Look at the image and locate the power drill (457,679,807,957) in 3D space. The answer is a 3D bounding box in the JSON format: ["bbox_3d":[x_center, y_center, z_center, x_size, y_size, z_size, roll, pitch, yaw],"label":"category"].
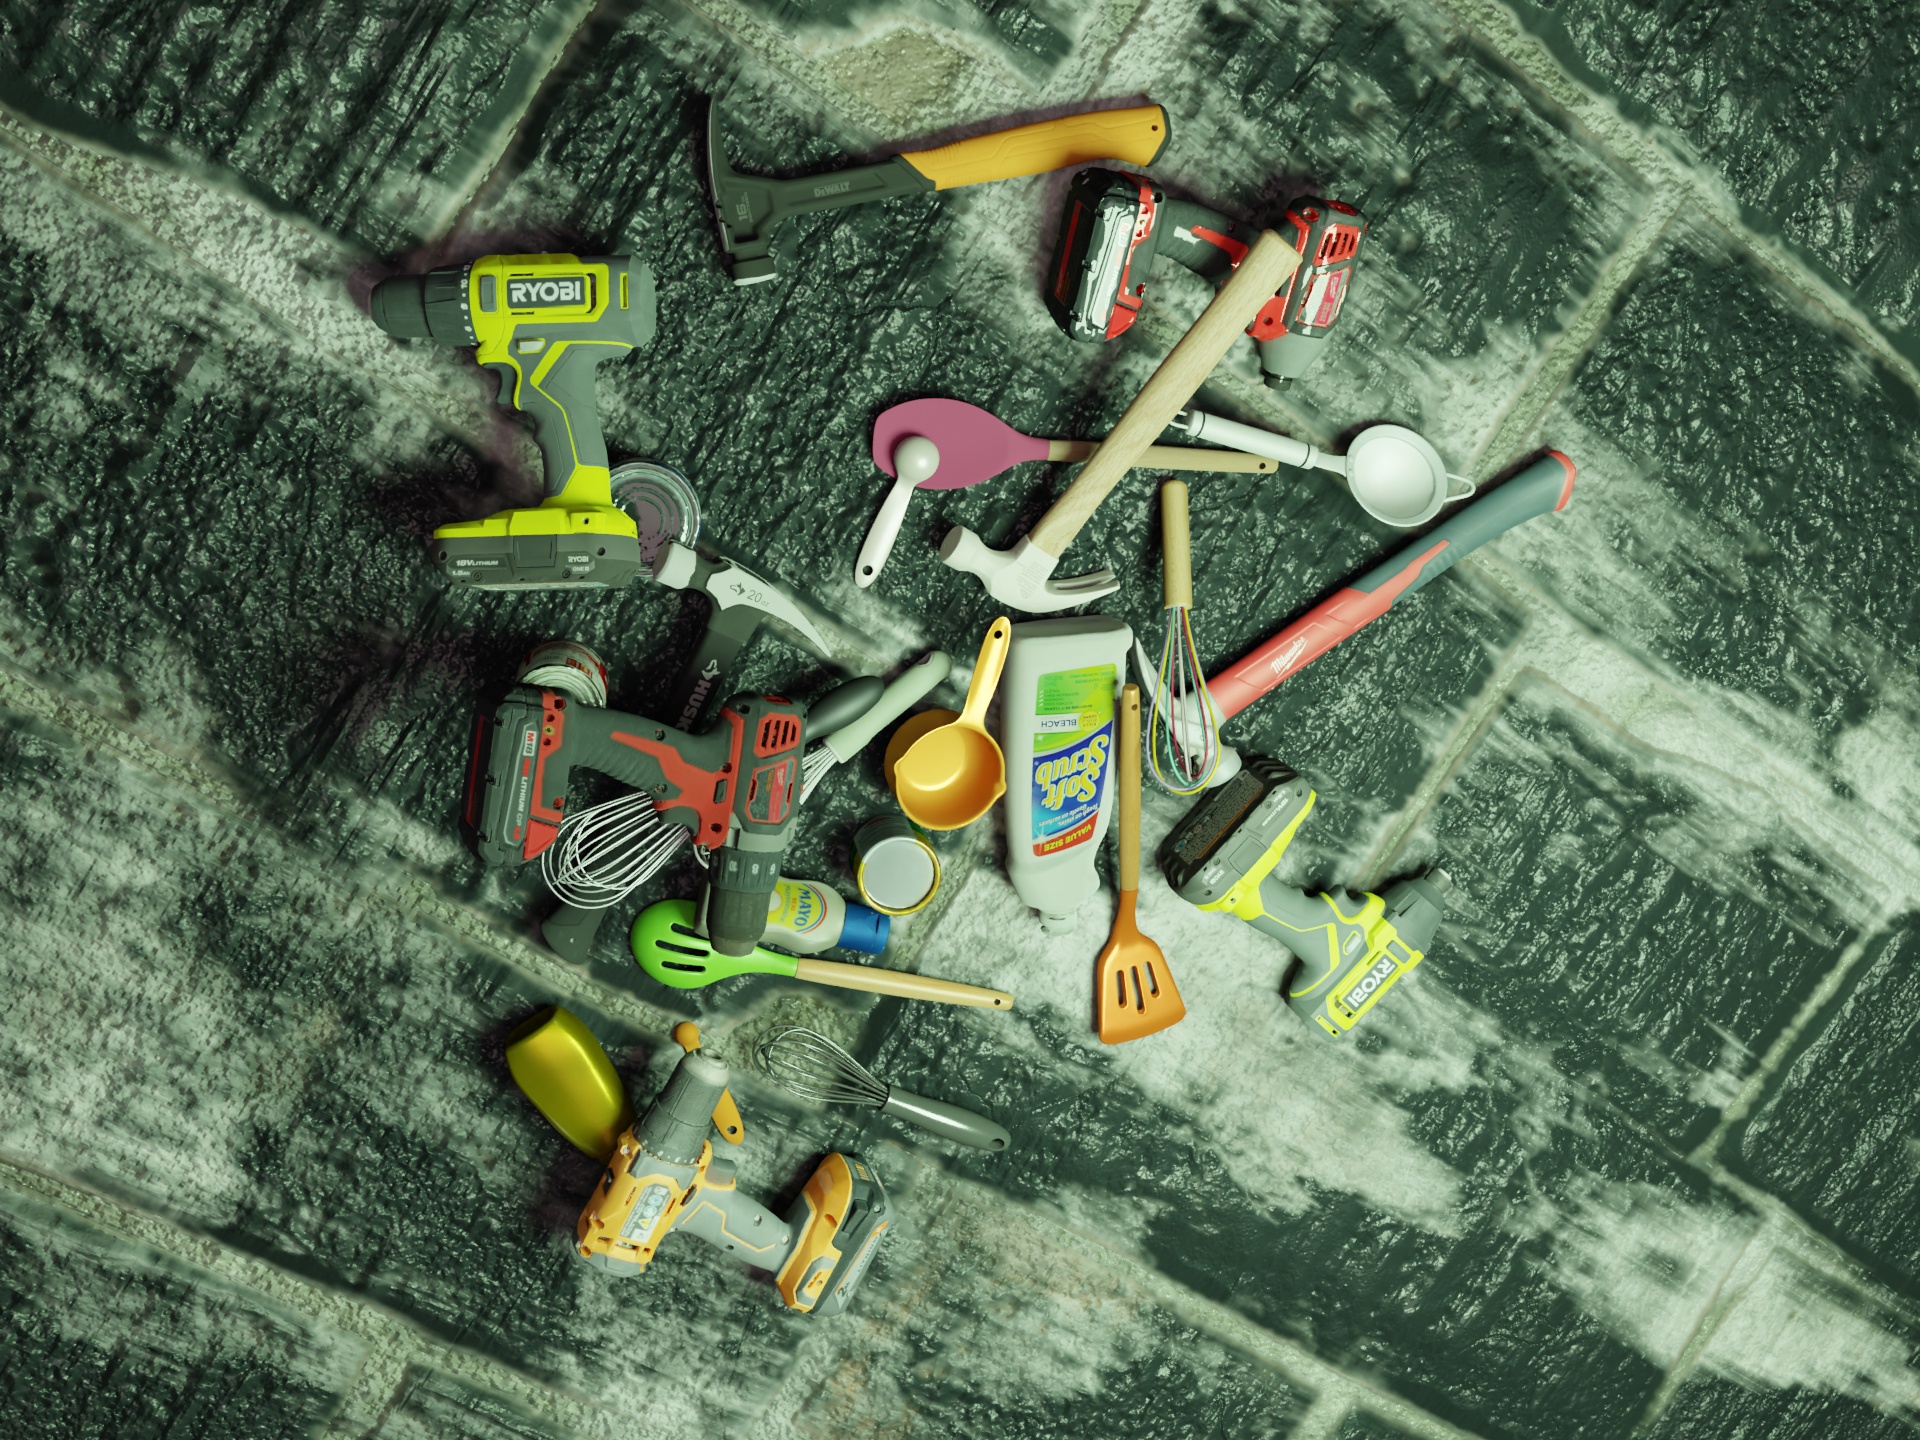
[{"bbox_3d":[-0.218,0.066,1.085,0.226,0.080,0.188,6,96,-28],"label":"power drill"}]

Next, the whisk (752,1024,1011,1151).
[{"bbox_3d":[-0.060,0.304,1.294,0.238,0.055,0.055,26,97,-20],"label":"whisk"}]

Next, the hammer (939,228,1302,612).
[{"bbox_3d":[0.131,-0.212,1.166,0.130,0.031,0.331,28,114,-26],"label":"hammer"}]

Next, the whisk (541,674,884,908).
[{"bbox_3d":[-0.177,0.043,1.167,0.284,0.070,0.070,-32,107,-13],"label":"whisk"}]

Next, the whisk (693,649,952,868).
[{"bbox_3d":[-0.103,0.029,1.214,0.246,0.058,0.059,-40,115,-7],"label":"whisk"}]

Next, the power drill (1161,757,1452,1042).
[{"bbox_3d":[0.289,0.139,1.306,0.223,0.080,0.171,41,93,-20],"label":"power drill"}]

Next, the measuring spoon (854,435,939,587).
[{"bbox_3d":[-0.051,-0.154,1.194,0.034,0.018,0.124,21,105,-14],"label":"measuring spoon"}]

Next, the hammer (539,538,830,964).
[{"bbox_3d":[-0.224,0.038,1.194,0.146,0.035,0.334,22,103,-30],"label":"hammer"}]

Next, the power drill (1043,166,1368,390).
[{"bbox_3d":[0.182,-0.322,1.170,0.219,0.079,0.143,4,121,-17],"label":"power drill"}]

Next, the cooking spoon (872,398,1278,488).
[{"bbox_3d":[0.091,-0.205,1.216,0.319,0.017,0.068,2,111,-11],"label":"cooking spoon"}]

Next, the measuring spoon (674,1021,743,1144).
[{"bbox_3d":[-0.201,0.294,1.279,0.021,0.011,0.117,-23,106,-5],"label":"measuring spoon"}]

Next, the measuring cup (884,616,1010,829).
[{"bbox_3d":[-0.002,-0.004,1.219,0.095,0.052,0.173,13,104,-24],"label":"measuring cup"}]

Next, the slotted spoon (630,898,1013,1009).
[{"bbox_3d":[-0.106,0.199,1.268,0.313,0.031,0.070,12,96,-15],"label":"slotted spoon"}]

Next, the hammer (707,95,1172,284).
[{"bbox_3d":[-0.012,-0.406,1.141,0.337,0.034,0.127,-13,106,-8],"label":"hammer"}]

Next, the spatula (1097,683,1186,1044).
[{"bbox_3d":[0.139,0.117,1.263,0.081,0.041,0.322,-14,122,-17],"label":"spatula"}]

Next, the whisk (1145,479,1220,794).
[{"bbox_3d":[0.171,-0.065,1.212,0.051,0.047,0.245,6,77,-33],"label":"whisk"}]

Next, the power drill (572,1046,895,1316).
[{"bbox_3d":[-0.165,0.363,1.249,0.226,0.084,0.185,24,98,-25],"label":"power drill"}]

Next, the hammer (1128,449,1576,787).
[{"bbox_3d":[0.318,-0.111,1.271,0.386,0.038,0.143,-34,105,-1],"label":"hammer"}]

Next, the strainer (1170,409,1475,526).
[{"bbox_3d":[0.274,-0.203,1.229,0.258,0.050,0.087,13,70,-16],"label":"strainer"}]

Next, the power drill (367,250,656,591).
[{"bbox_3d":[-0.307,-0.206,1.093,0.190,0.080,0.228,-2,90,1],"label":"power drill"}]
